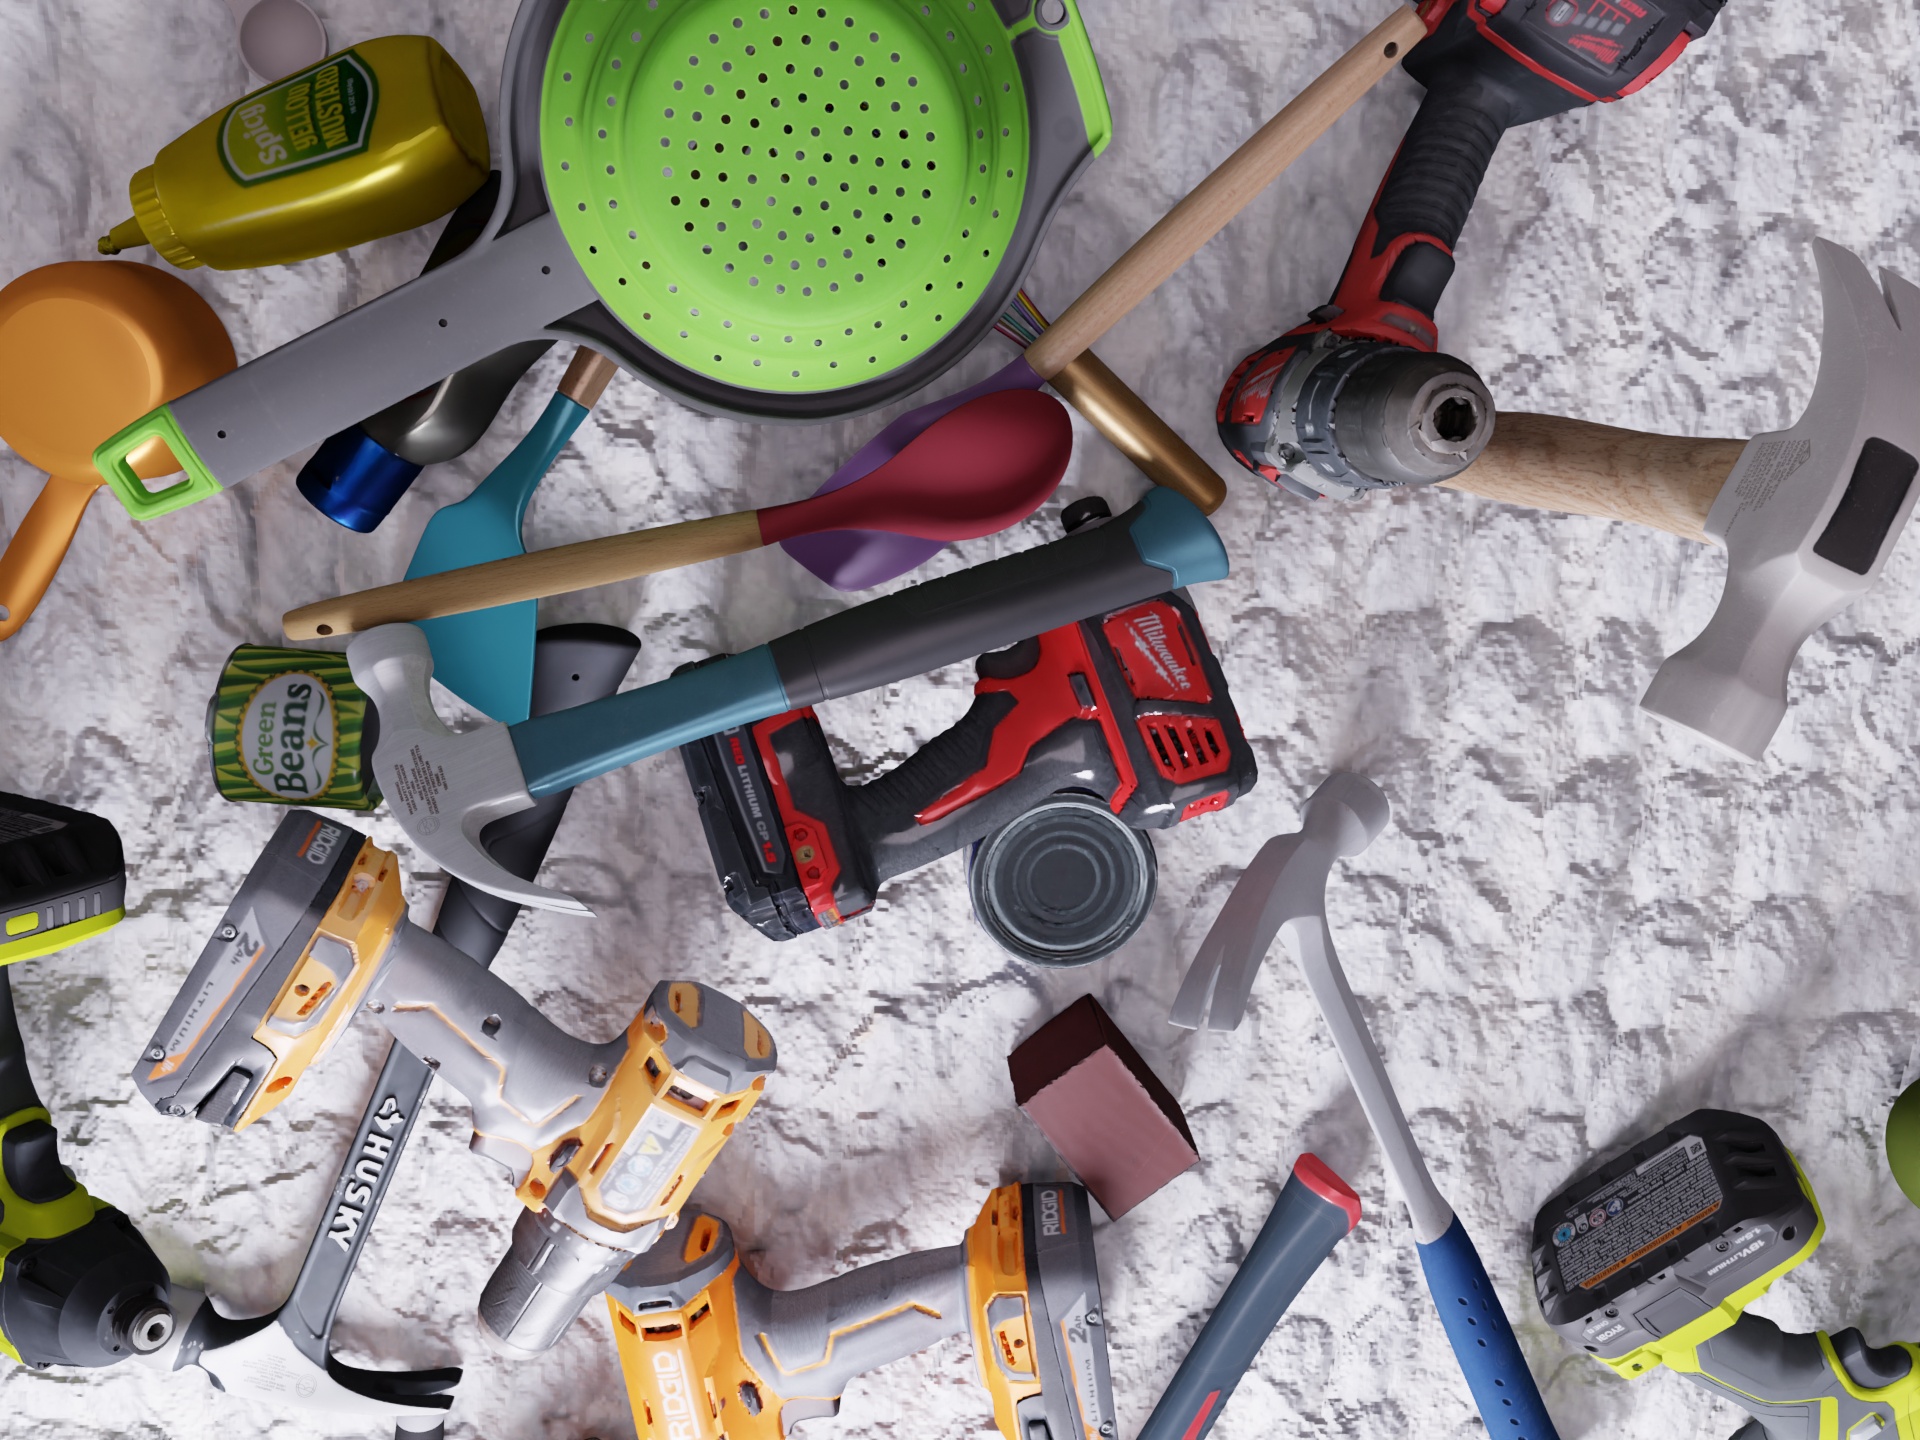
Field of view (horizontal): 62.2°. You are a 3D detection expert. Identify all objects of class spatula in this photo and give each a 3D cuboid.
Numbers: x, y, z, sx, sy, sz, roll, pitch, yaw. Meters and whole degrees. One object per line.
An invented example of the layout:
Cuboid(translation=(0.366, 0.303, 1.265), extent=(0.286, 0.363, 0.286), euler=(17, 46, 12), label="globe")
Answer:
Cuboid(translation=(0.050, -0.154, 0.621), extent=(0.059, 0.018, 0.316), euler=(35, 118, -30), label="spatula")
Cuboid(translation=(-0.139, -0.149, 0.643), extent=(0.082, 0.044, 0.317), euler=(33, 94, 18), label="spatula")

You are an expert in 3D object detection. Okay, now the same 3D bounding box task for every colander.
Cuboid(translation=(-0.131, -0.161, 0.551), extent=(0.397, 0.095, 0.204), euler=(-26, 113, 2), label="colander")

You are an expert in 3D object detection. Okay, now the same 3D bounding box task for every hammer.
Cuboid(translation=(0.074, 0.377, 0.772), extent=(0.143, 0.038, 0.386), euler=(22, 100, -36), label="hammer")
Cuboid(translation=(-0.235, 0.141, 0.713), extent=(0.149, 0.036, 0.409), euler=(24, 102, -10), label="hammer")
Cuboid(translation=(0.203, -0.087, 0.527), extent=(0.031, 0.331, 0.130), euler=(25, 101, -8), label="hammer")
Cuboid(translation=(-0.057, -0.023, 0.608), extent=(0.331, 0.033, 0.128), euler=(-19, 76, -6), label="hammer")
Cuboid(translation=(0.213, 0.230, 0.740), extent=(0.144, 0.035, 0.405), euler=(-40, 114, -34), label="hammer")

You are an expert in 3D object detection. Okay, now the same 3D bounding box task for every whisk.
Cuboid(translation=(0.017, -0.167, 0.649), extent=(0.244, 0.051, 0.047), euler=(40, 110, -17), label="whisk")

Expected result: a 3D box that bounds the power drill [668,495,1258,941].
Cuboid(translation=(-0.001, -0.002, 0.658), extent=(0.219, 0.078, 0.143), euler=(-18, 77, -3), label="power drill")

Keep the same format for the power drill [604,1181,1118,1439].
Cuboid(translation=(-0.044, 0.305, 0.747), extent=(0.226, 0.084, 0.164), euler=(-7, 105, 3), label="power drill")

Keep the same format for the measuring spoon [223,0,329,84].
Cuboid(translation=(-0.288, -0.295, 0.609), extent=(0.034, 0.018, 0.124), euler=(-39, 97, 7), label="measuring spoon")

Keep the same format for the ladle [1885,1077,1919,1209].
Cuboid(translation=(0.570, 0.121, 0.749), extent=(0.320, 0.062, 0.078), euler=(-41, 113, 4), label="ladle")

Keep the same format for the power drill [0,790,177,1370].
Cuboid(translation=(-0.390, 0.151, 0.654), extent=(0.171, 0.080, 0.223), euler=(7, 106, 33), label="power drill")

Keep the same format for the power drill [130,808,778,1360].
Cuboid(translation=(-0.216, 0.161, 0.665), extent=(0.226, 0.084, 0.185), euler=(31, 101, -17), label="power drill")

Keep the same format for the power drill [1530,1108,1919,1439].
Cuboid(translation=(0.408, 0.290, 0.754), extent=(0.228, 0.080, 0.190), euler=(39, 116, -12), label="power drill")

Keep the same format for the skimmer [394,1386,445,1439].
Cuboid(translation=(-0.300, 0.506, 0.775), extent=(0.127, 0.090, 0.363), euler=(15, 103, 25), label="skimmer")

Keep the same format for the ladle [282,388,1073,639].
Cuboid(translation=(-0.104, -0.071, 0.620), extent=(0.315, 0.031, 0.069), euler=(-13, 139, -5), label="ladle")

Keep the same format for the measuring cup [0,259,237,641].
Cuboid(translation=(-0.360, -0.101, 0.632), extent=(0.095, 0.052, 0.173), euler=(30, 99, -11), label="measuring cup")

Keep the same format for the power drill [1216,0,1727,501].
Cuboid(translation=(0.181, -0.183, 0.580), extent=(0.080, 0.188, 0.226), euler=(26, 97, -11), label="power drill")
